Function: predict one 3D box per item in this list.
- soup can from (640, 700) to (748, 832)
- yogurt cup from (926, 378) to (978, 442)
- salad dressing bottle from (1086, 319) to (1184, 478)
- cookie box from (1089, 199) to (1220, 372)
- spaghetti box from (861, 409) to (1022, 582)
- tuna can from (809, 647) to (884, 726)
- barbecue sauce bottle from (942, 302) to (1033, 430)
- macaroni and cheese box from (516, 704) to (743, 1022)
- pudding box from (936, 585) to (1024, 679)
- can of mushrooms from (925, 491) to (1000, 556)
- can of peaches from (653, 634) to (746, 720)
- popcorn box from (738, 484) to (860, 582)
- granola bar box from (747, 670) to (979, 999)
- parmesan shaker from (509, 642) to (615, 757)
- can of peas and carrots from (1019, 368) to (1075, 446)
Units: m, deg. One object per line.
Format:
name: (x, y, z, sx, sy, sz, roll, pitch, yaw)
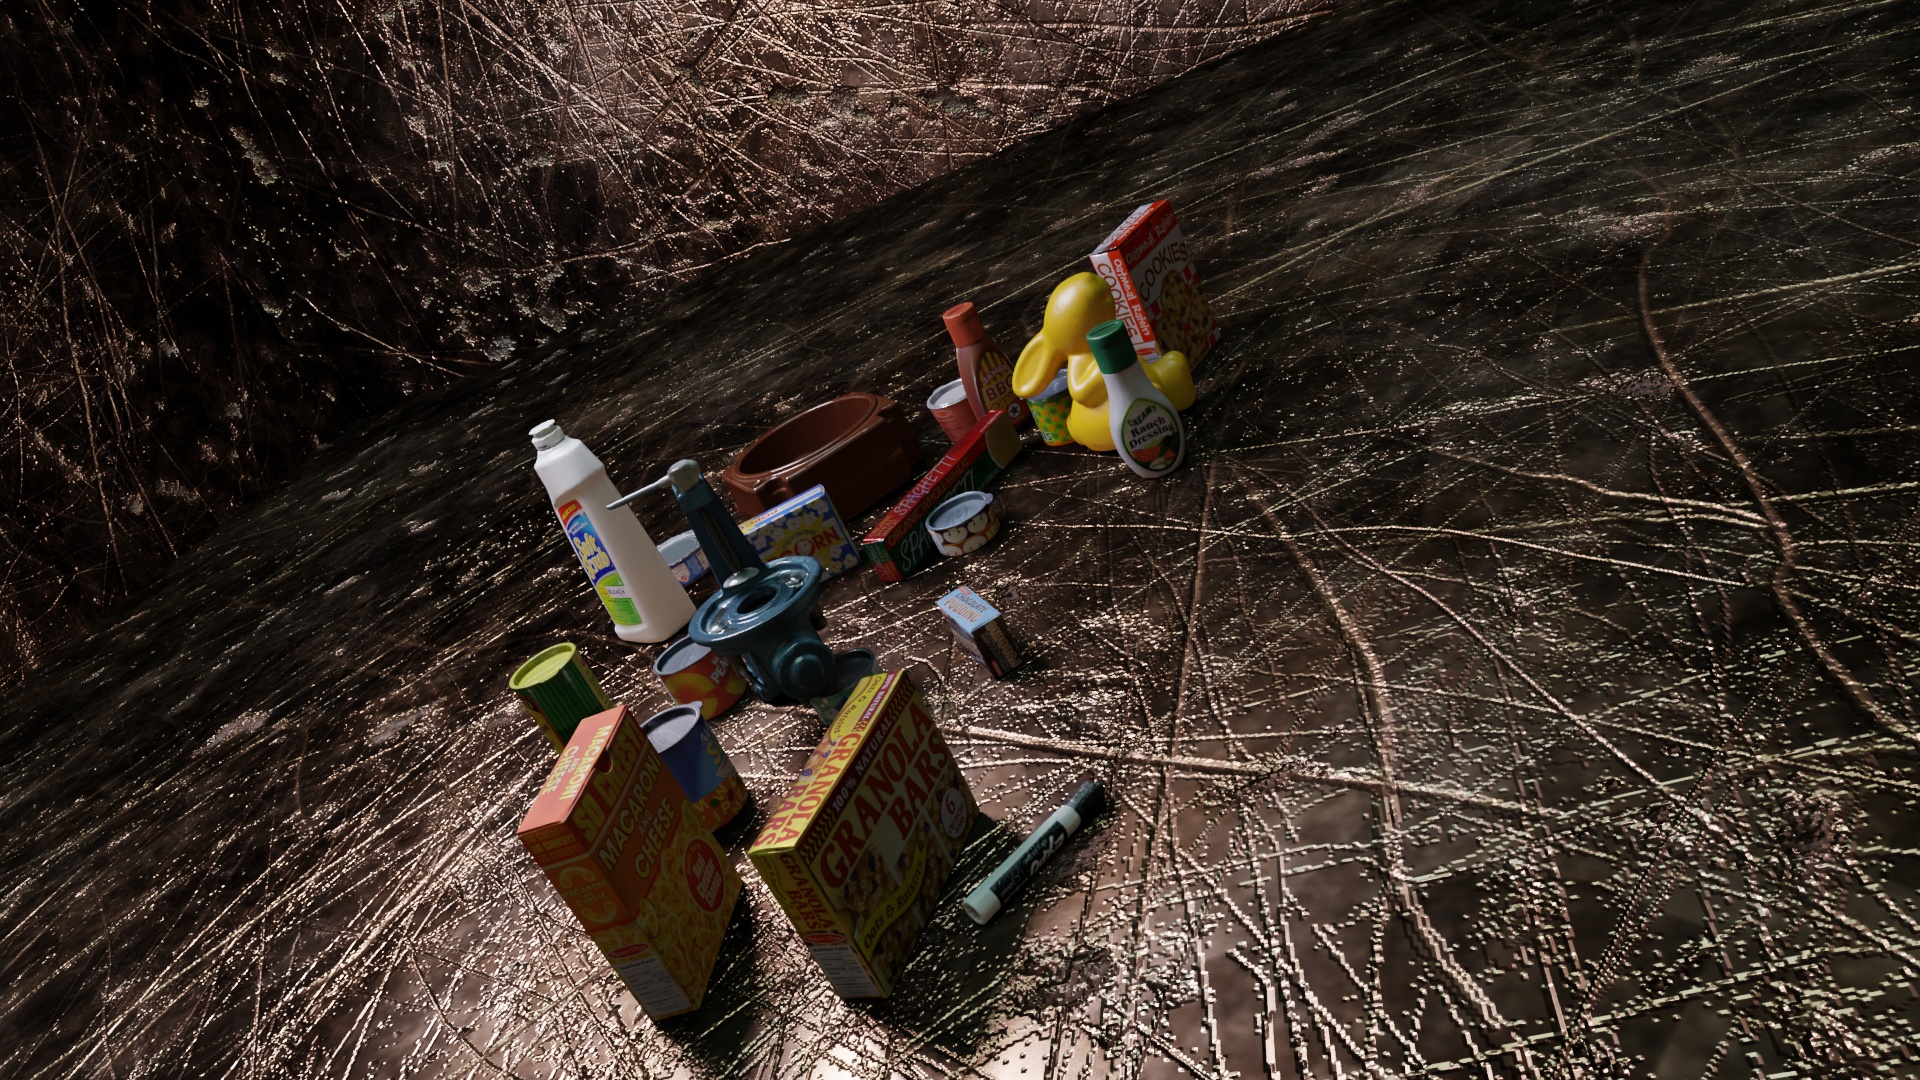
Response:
soup can: (-0.212, 0.180, 1.089, 0.071, 0.083, 0.071, -22, 23, 10)
yogurt cup: (0.003, -0.148, 1.590, 0.072, 0.053, 0.073, -22, 24, 10)
salad dressing bottle: (0.158, -0.129, 1.271, 0.064, 0.147, 0.044, -25, 23, 3)
cookie box: (0.208, -0.256, 1.459, 0.040, 0.167, 0.123, -6, 31, 40)
spaghetti box: (-0.014, -0.049, 1.404, 0.028, 0.050, 0.251, -6, 30, 40)
tuna can: (-0.096, 0.123, 1.152, 0.071, 0.032, 0.071, -22, 24, 10)
barbecue sauce bottle: (0.027, -0.189, 1.530, 0.065, 0.148, 0.043, -36, 25, -22)
macaroni and cheese box: (-0.212, 0.211, 0.919, 0.040, 0.166, 0.124, -20, 24, 16)
pudding box: (0.015, 0.073, 1.121, 0.030, 0.049, 0.084, -31, 24, -10)
can of mushrooms: (0.005, -0.017, 1.339, 0.071, 0.033, 0.071, -22, 24, 10)
can of peaches: (-0.234, 0.123, 1.263, 0.071, 0.058, 0.071, -22, 23, 10)
popcorn box: (-0.176, 0.010, 1.404, 0.127, 0.085, 0.038, -27, 23, -2)
granola bar box: (-0.053, 0.181, 0.871, 0.039, 0.123, 0.166, -12, 27, 30)
parmesan shaker: (-0.353, 0.154, 1.263, 0.071, 0.102, 0.071, -22, 23, 10)
can of peas and carrots: (0.105, -0.139, 1.458, 0.071, 0.058, 0.071, -22, 23, 10)
